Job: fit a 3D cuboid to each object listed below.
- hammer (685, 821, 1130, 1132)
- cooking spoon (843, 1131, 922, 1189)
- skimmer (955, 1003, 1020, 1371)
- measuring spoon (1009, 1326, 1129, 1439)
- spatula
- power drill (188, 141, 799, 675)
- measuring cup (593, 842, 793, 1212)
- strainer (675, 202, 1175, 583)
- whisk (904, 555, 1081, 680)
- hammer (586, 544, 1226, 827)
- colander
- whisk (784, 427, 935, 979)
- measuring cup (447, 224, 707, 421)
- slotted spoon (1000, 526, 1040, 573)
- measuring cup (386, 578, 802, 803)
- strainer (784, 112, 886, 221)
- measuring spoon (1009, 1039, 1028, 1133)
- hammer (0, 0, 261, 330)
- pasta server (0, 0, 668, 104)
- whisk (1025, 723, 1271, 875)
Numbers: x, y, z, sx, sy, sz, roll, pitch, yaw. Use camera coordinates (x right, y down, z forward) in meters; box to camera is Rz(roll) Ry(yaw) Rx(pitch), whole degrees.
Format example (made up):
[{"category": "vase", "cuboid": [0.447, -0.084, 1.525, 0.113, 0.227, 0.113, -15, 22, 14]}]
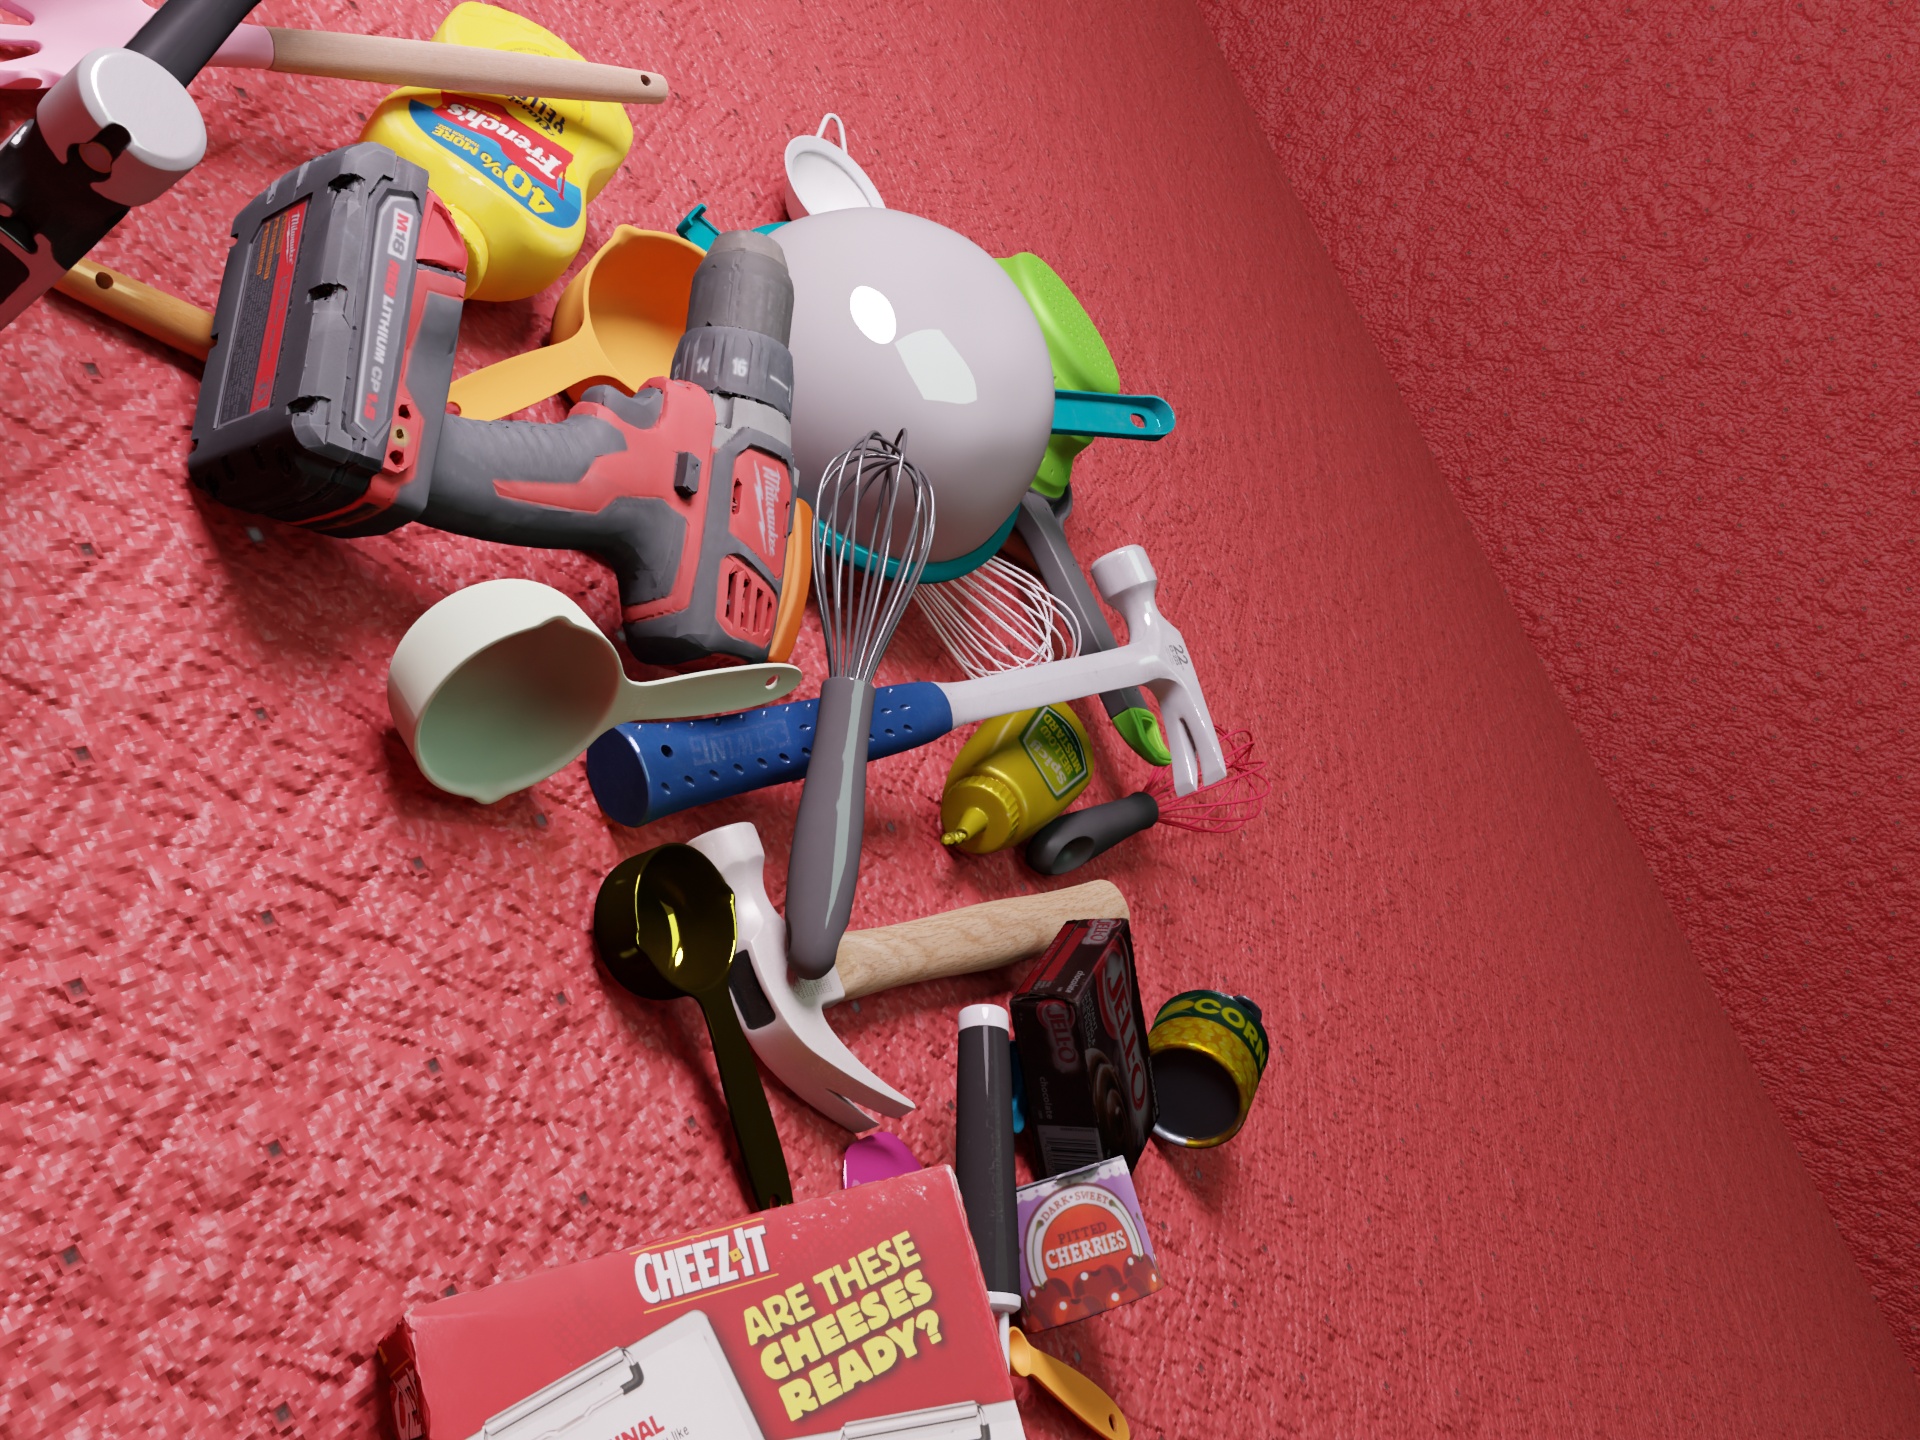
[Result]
[{"category": "hammer", "cuboid": [0.001, 0.107, 0.755, 0.331, 0.031, 0.130, 2, 63, -59]}, {"category": "cooking spoon", "cuboid": [0.022, 0.314, 0.619, 0.068, 0.017, 0.319, 1, 64, -60]}, {"category": "skimmer", "cuboid": [0.026, 0.264, 0.565, 0.127, 0.090, 0.364, 13, 55, -21]}, {"category": "measuring spoon", "cuboid": [0.044, 0.288, 0.682, 0.116, 0.011, 0.021, 50, 24, -39]}, {"category": "spatula", "cuboid": [-0.184, -0.103, 0.621, 0.322, 0.041, 0.081, 23, 70, -48]}, {"category": "power drill", "cuboid": [-0.148, -0.128, 0.595, 0.226, 0.080, 0.188, 18, 73, -48]}, {"category": "measuring cup", "cuboid": [-0.097, 0.123, 0.595, 0.062, 0.029, 0.156, -25, 99, -62]}, {"category": "strainer", "cuboid": [0.024, -0.187, 0.851, 0.340, 0.095, 0.211, -6, 73, -42]}, {"category": "whisk", "cuboid": [-0.040, -0.104, 0.860, 0.284, 0.070, 0.070, 40, 34, -27]}, {"category": "hammer", "cuboid": [-0.001, -0.002, 0.760, 0.405, 0.035, 0.144, -13, 77, -50]}, {"category": "colander", "cuboid": [0.069, -0.162, 1.004, 0.204, 0.094, 0.397, 13, 49, -61]}, {"category": "whisk", "cuboid": [-0.044, -0.013, 0.649, 0.055, 0.055, 0.239, 28, 62, -47]}, {"category": "measuring cup", "cuboid": [-0.169, -0.152, 0.696, 0.173, 0.052, 0.095, -35, 99, -38]}, {"category": "slotted spoon", "cuboid": [-0.013, -0.141, 0.964, 0.313, 0.031, 0.070, 27, 41, -50]}, {"category": "measuring cup", "cuboid": [-0.129, -0.018, 0.581, 0.167, 0.083, 0.038, -8, 45, -48]}, {"category": "strainer", "cuboid": [-0.063, -0.260, 0.945, 0.086, 0.050, 0.259, 16, 47, -43]}, {"category": "measuring spoon", "cuboid": [0.028, 0.161, 0.775, 0.128, 0.021, 0.042, -36, 119, -71]}, {"category": "hammer", "cuboid": [-0.234, -0.239, 0.511, 0.035, 0.146, 0.335, 44, 39, -35]}, {"category": "pasta server", "cuboid": [-0.235, -0.256, 0.605, 0.316, 0.040, 0.060, -17, 95, -47]}, {"category": "whisk", "cuboid": [0.120, 0.053, 0.980, 0.295, 0.073, 0.073, -15, 78, -56]}]
